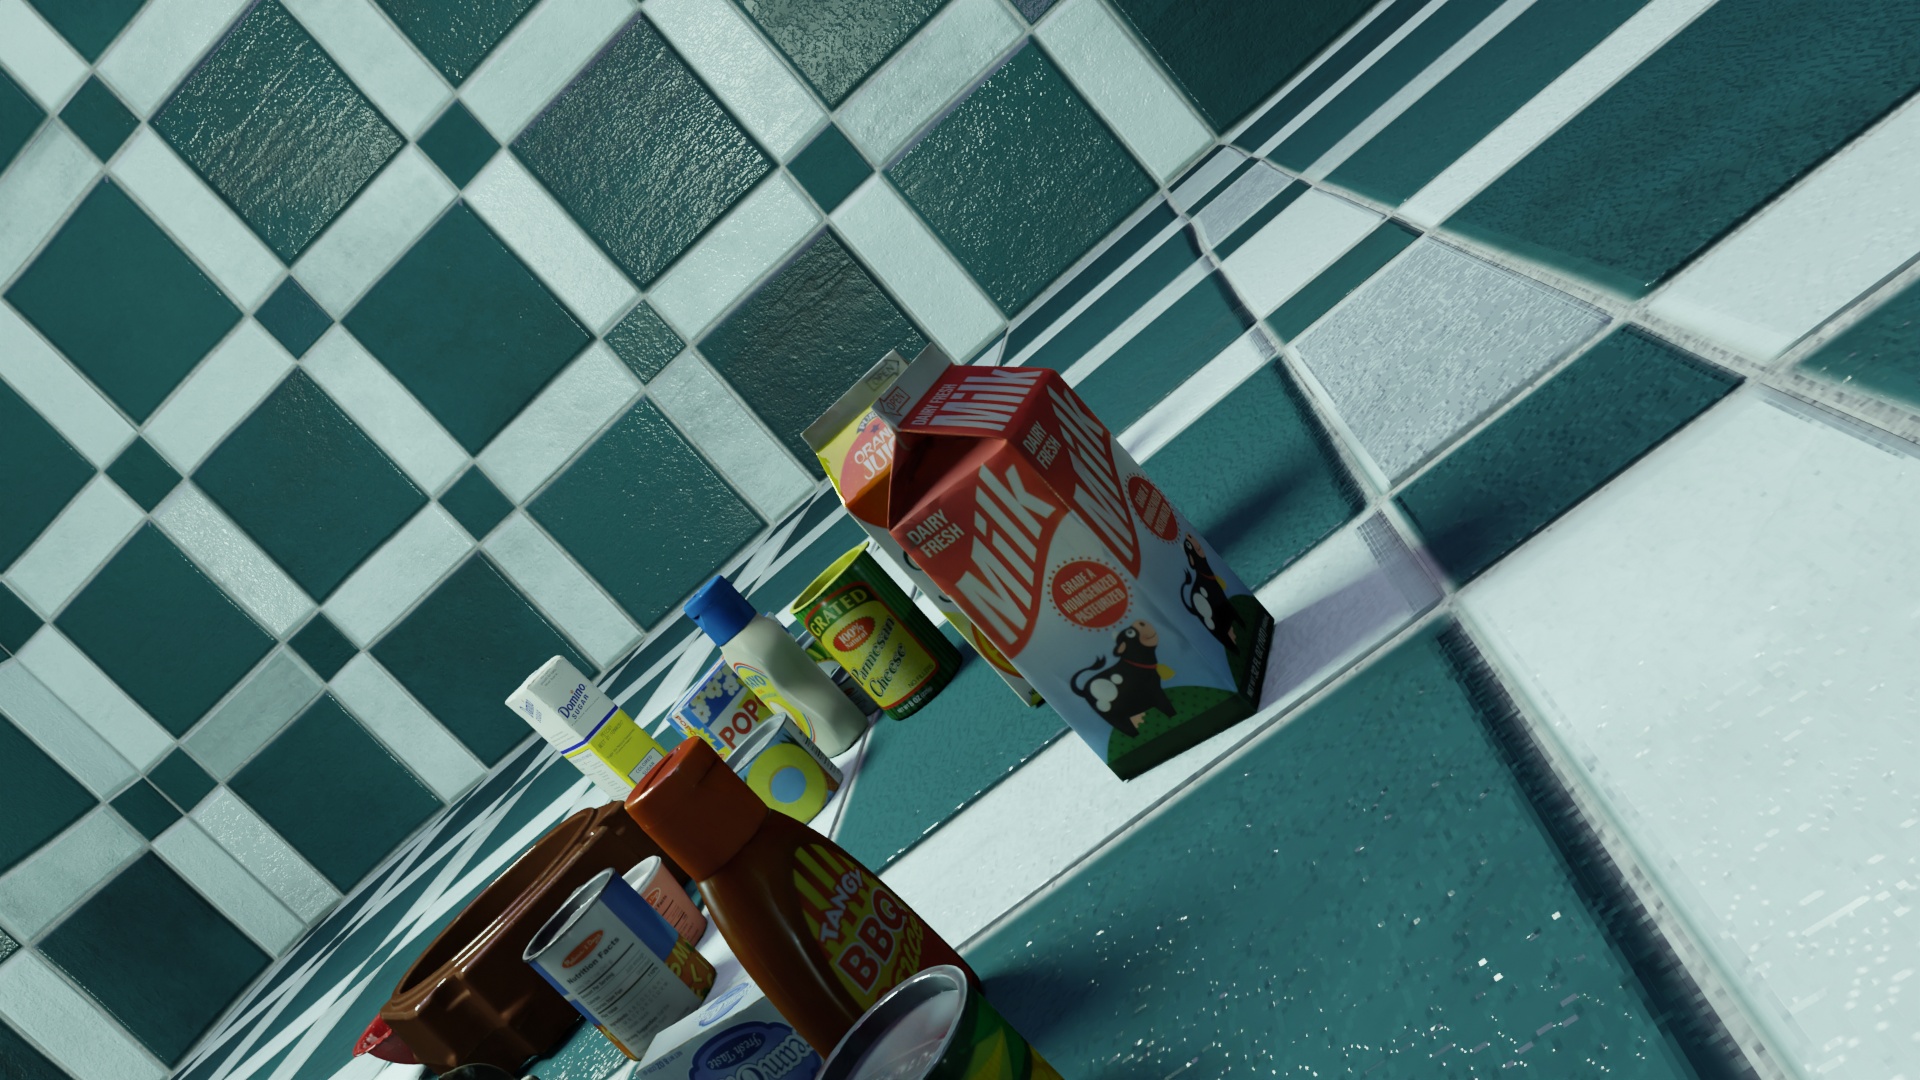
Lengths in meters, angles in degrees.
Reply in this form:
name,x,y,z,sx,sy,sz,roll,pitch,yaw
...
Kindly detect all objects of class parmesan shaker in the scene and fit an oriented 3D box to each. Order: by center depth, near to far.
name,x,y,z,sx,sy,sz,roll,pitch,yaw
parmesan shaker,-0.054,0.061,0.930,0.071,0.103,0.071,-41,10,9

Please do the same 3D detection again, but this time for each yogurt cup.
name,x,y,z,sx,sy,sz,roll,pitch,yaw
yogurt cup,-0.195,0.239,0.863,0.072,0.054,0.072,-41,10,9

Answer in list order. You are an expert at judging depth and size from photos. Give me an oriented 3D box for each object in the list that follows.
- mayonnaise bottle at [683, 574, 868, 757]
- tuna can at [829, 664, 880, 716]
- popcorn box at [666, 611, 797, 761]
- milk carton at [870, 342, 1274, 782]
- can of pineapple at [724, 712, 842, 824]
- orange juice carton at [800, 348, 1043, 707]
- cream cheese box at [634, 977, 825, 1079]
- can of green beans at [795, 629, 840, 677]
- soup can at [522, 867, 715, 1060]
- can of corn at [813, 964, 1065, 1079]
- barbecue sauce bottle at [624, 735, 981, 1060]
name,x,y,z,sx,sy,sz,roll,pitch,yaw
mayonnaise bottle,-0.132,0.089,0.978,0.041,0.148,0.064,-48,11,-30
tuna can,-0.064,0.096,1.021,0.071,0.033,0.071,-41,10,9
popcorn box,-0.167,0.129,1.125,0.038,0.085,0.127,-33,13,42
milk carton,0.040,0.001,0.578,0.073,0.190,0.073,-36,12,32
can of pineapple,-0.121,0.157,0.912,0.071,0.058,0.071,-41,10,9
orange juice carton,0.003,-0.009,0.755,0.071,0.192,0.073,-40,10,12
cream cheese box,-0.078,0.205,0.560,0.103,0.053,0.024,-37,11,26
can of green beans,-0.101,0.096,1.090,0.071,0.058,0.071,-41,10,9
soup can,-0.188,0.233,0.770,0.071,0.083,0.071,-41,10,9
can of corn,-0.005,0.172,0.408,0.071,0.058,0.071,-41,10,9
barbecue sauce bottle,-0.058,0.135,0.504,0.043,0.148,0.065,-36,11,31
